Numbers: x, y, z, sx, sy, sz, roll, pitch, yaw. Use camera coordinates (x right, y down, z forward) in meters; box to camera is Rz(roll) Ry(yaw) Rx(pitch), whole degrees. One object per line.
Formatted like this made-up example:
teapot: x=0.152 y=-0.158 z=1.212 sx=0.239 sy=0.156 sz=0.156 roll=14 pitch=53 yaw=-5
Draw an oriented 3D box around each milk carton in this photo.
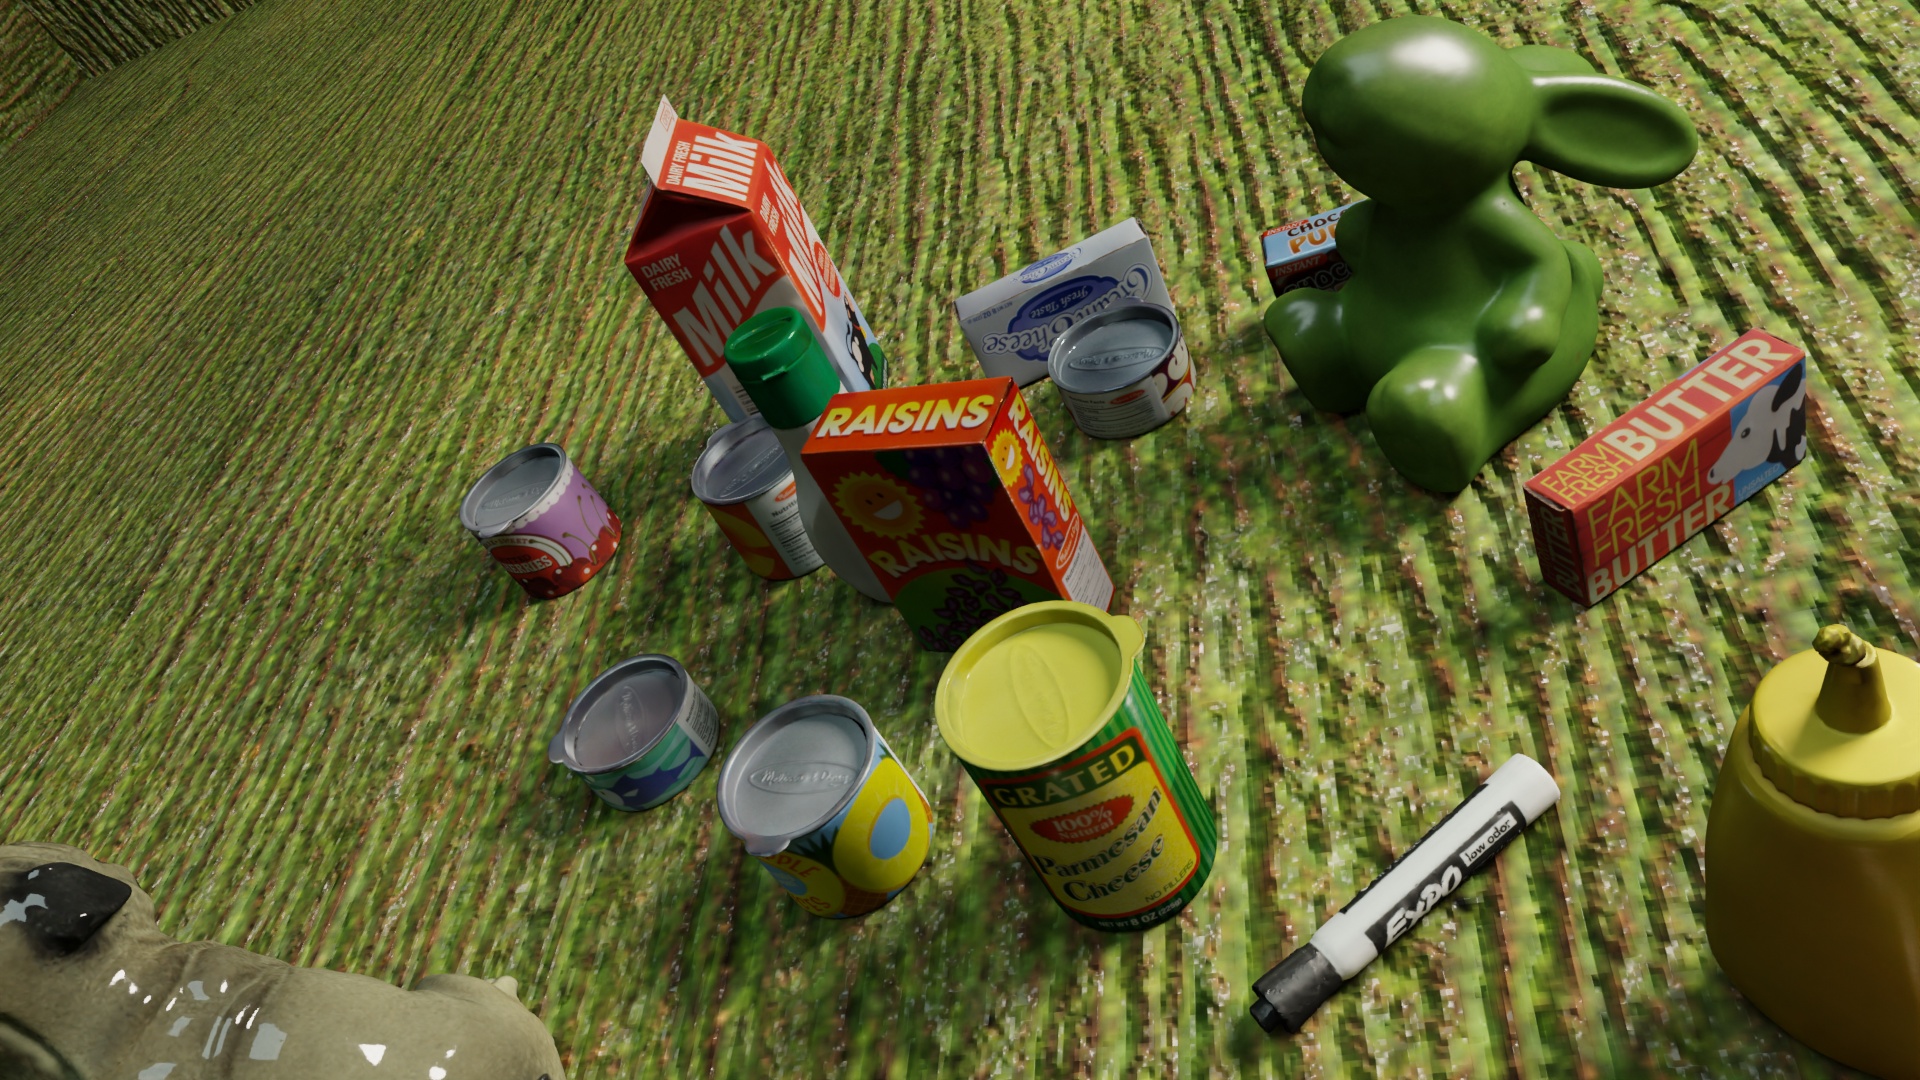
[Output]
milk carton: x=-0.109 y=-0.131 z=0.714 sx=0.073 sy=0.189 sz=0.073 roll=-18 pitch=40 yaw=14

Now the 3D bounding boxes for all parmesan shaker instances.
parmesan shaker: x=0.044 y=0.077 z=0.467 sx=0.071 sy=0.102 sz=0.072 roll=-17 pitch=41 yaw=15

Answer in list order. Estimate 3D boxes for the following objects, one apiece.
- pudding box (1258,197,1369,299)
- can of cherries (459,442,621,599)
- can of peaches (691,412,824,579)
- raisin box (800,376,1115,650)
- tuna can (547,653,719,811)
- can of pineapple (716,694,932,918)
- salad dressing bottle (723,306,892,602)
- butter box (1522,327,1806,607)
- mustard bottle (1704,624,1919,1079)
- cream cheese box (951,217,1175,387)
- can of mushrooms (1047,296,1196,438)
pudding box: x=0.186 y=-0.130 z=0.644 sx=0.083 sy=0.049 sz=0.030 roll=-15 pitch=41 yaw=17
can of cherries: x=-0.230 y=-0.009 z=0.762 sx=0.071 sy=0.058 sz=0.072 roll=-17 pitch=41 yaw=15
can of peaches: x=-0.092 y=-0.024 z=0.693 sx=0.071 sy=0.058 sz=0.071 roll=-17 pitch=41 yaw=15
raisin box: x=0.002 y=-0.007 z=0.567 sx=0.086 sy=0.123 sz=0.040 roll=-1 pitch=47 yaw=31
tuna can: x=-0.147 y=0.088 z=0.627 sx=0.071 sy=0.032 sz=0.071 roll=-17 pitch=41 yaw=15
can of pineapple: x=-0.052 y=0.104 z=0.533 sx=0.071 sy=0.057 sz=0.071 roll=-17 pitch=41 yaw=15
salad dressing bottle: x=-0.052 y=-0.035 z=0.611 sx=0.064 sy=0.147 sz=0.044 roll=-23 pitch=39 yaw=8
butter box: x=0.250 y=-0.025 z=0.490 sx=0.103 sy=0.053 sz=0.024 roll=-33 pitch=39 yaw=-4
mustard bottle: x=0.211 y=0.070 z=0.327 sx=0.049 sy=0.159 sz=0.065 roll=-45 pitch=41 yaw=-17
cream cheese box: x=0.054 y=-0.118 z=0.710 sx=0.104 sy=0.053 sz=0.024 roll=-24 pitch=39 yaw=7
can of mushrooms: x=0.079 y=-0.084 z=0.673 sx=0.071 sy=0.033 sz=0.071 roll=-17 pitch=41 yaw=15
